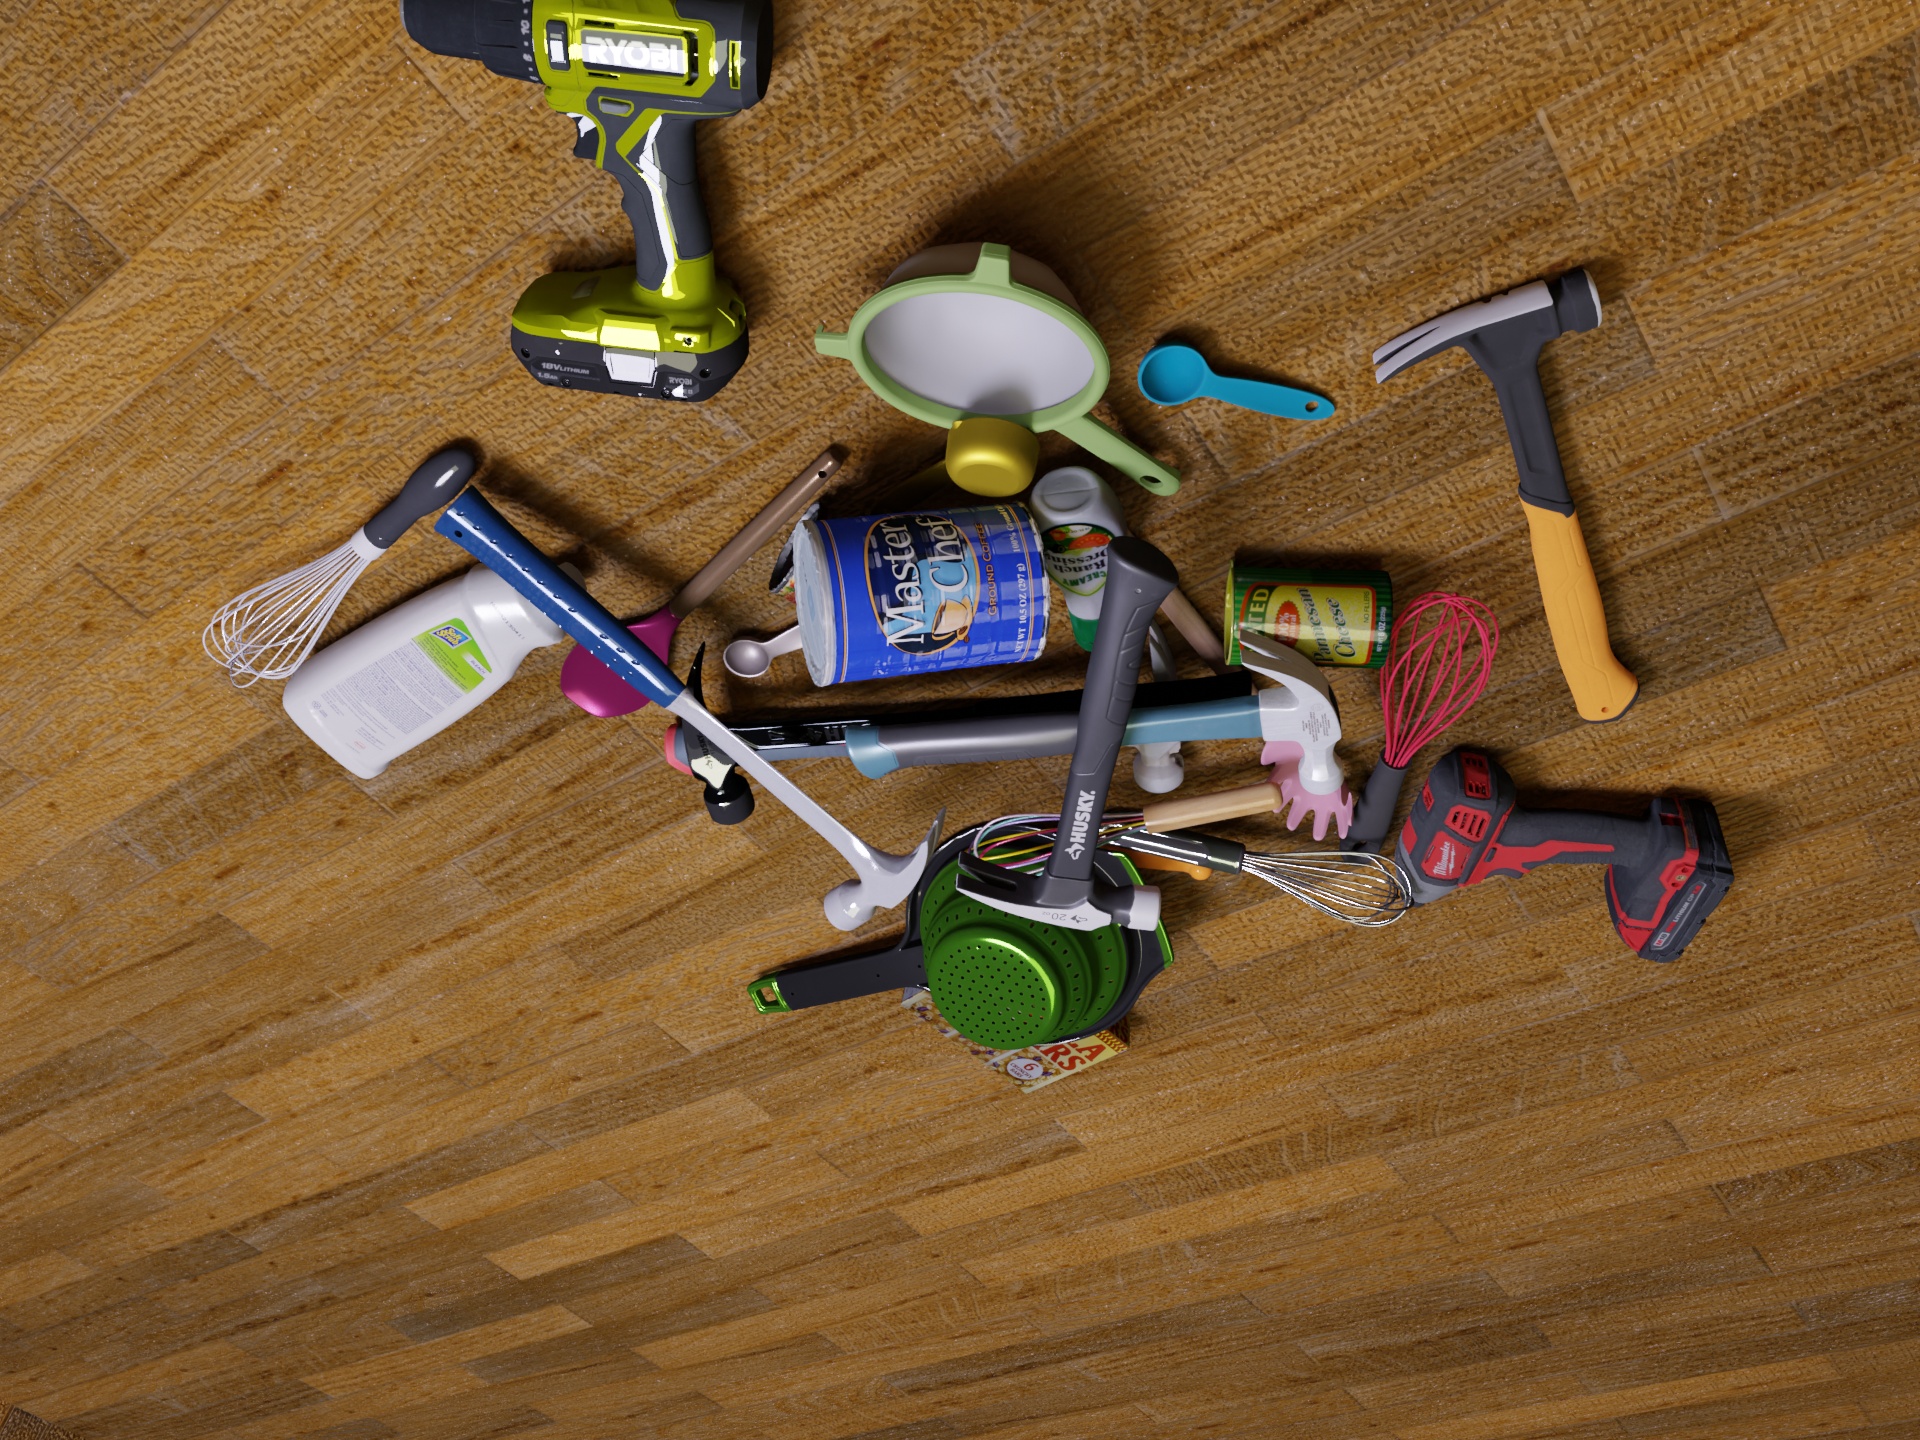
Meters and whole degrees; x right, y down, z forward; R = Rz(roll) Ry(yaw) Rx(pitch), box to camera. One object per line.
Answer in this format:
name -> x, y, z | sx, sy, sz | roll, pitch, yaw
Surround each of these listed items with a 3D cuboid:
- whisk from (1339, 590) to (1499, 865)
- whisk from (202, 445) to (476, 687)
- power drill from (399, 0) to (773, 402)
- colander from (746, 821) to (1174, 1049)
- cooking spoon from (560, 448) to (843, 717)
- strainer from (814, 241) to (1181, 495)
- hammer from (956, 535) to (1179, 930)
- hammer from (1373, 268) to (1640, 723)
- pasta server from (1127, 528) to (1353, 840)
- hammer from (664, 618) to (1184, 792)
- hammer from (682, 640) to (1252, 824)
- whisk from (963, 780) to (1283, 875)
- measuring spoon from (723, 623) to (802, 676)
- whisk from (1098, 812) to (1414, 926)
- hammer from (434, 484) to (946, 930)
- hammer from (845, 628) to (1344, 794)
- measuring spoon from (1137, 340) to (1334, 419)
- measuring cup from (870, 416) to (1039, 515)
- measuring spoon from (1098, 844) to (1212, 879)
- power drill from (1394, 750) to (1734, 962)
whisk -> 0.313, 0.014, 1.129 | 0.073, 0.073, 0.295 | 6, 140, 2
whisk -> -0.431, -0.108, 1.114 | 0.284, 0.070, 0.070 | -32, 122, 25
power drill -> -0.202, -0.302, 0.886 | 0.190, 0.080, 0.228 | 6, 131, 1
colander -> -0.029, 0.211, 1.292 | 0.397, 0.094, 0.204 | -17, 107, 28
cooking spoon -> -0.184, -0.092, 1.118 | 0.068, 0.017, 0.319 | 38, 127, -21
strainer -> 0.051, -0.214, 0.949 | 0.151, 0.069, 0.256 | -12, 152, 44
hammer -> 0.083, 0.019, 1.034 | 0.146, 0.035, 0.334 | 7, 134, 0
hammer -> 0.368, -0.119, 1.008 | 0.127, 0.034, 0.336 | -17, 129, 20
pasta server -> 0.188, -0.026, 1.117 | 0.060, 0.040, 0.316 | -9, 134, 46
hammer -> -0.034, -0.002, 1.169 | 0.386, 0.038, 0.143 | -3, 131, 10
hammer -> -0.002, -0.004, 1.117 | 0.409, 0.036, 0.149 | -5, 128, 11
whisk -> 0.117, 0.080, 1.181 | 0.245, 0.051, 0.047 | -12, 162, 16
measuring spoon -> -0.114, -0.065, 1.141 | 0.124, 0.018, 0.034 | -21, 127, 16
whisk -> 0.221, 0.108, 1.211 | 0.246, 0.059, 0.057 | 13, 110, 14
hammer -> -0.182, -0.012, 1.083 | 0.405, 0.035, 0.144 | 42, 135, -12
hammer -> 0.086, 0.008, 1.070 | 0.331, 0.033, 0.128 | -5, 132, 12
measuring spoon -> 0.168, -0.206, 0.971 | 0.128, 0.021, 0.042 | 10, 135, -14
measuring cup -> -0.011, -0.146, 1.005 | 0.062, 0.029, 0.156 | 22, 153, -32
measuring spoon -> 0.144, 0.114, 1.271 | 0.117, 0.011, 0.021 | 8, 133, 0
power drill -> 0.437, 0.104, 1.182 | 0.219, 0.079, 0.143 | 11, 133, 1
